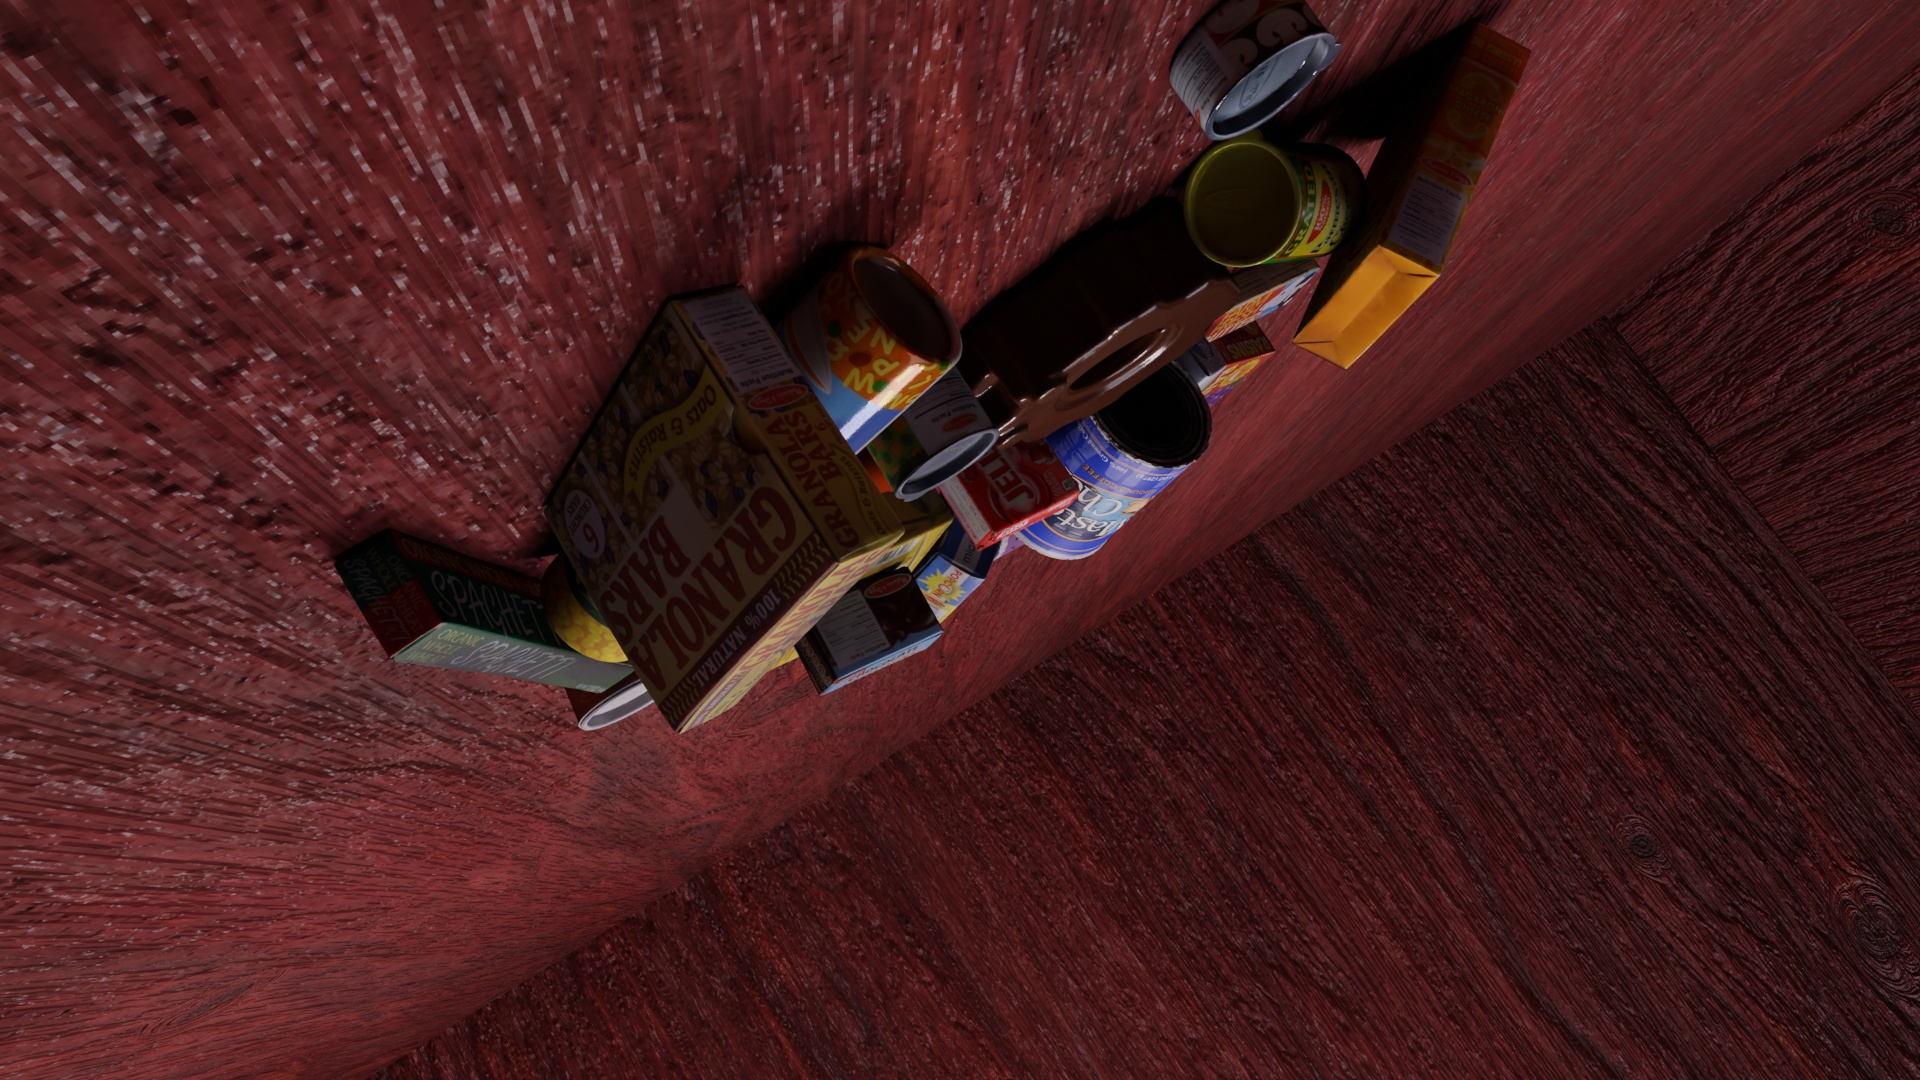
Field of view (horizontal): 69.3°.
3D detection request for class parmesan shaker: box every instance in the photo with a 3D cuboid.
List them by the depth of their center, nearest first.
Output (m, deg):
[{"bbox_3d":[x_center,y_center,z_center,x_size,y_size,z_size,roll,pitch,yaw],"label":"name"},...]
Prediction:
[{"bbox_3d":[0.174,-0.188,0.757,0.071,0.071,0.103,-41,167,36],"label":"parmesan shaker"}]

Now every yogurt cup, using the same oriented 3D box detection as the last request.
[{"bbox_3d":[-0.213,0.076,0.848,0.072,0.054,0.072,-31,169,-7],"label":"yogurt cup"}]

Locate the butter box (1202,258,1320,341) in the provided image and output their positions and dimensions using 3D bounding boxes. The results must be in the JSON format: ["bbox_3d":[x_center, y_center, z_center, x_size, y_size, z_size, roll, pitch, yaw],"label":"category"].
[{"bbox_3d":[0.208,-0.176,1.008,0.104,0.024,0.053,-27,167,-28],"label":"butter box"}]

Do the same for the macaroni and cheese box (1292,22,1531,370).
[{"bbox_3d":[0.260,-0.198,0.809,0.167,0.040,0.123,-63,180,-20],"label":"macaroni and cheese box"}]

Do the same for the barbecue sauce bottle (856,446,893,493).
[{"bbox_3d":[-0.091,-0.027,0.766,0.149,0.044,0.064,-24,166,-43],"label":"barbecue sauce bottle"}]

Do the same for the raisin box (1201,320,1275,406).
[{"bbox_3d":[0.181,-0.131,1.093,0.124,0.040,0.085,-19,162,-47],"label":"raisin box"}]

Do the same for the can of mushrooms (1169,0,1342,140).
[{"bbox_3d":[0.128,-0.210,0.606,0.071,0.033,0.071,-31,168,-7],"label":"can of mushrooms"}]

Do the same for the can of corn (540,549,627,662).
[{"bbox_3d":[-0.169,0.018,0.692,0.058,0.071,0.071,-40,167,34],"label":"can of corn"}]

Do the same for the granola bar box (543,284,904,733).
[{"bbox_3d":[-0.108,-0.008,0.587,0.039,0.124,0.164,-24,166,-43],"label":"granola bar box"}]

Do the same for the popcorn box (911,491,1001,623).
[{"bbox_3d":[0.003,-0.012,0.951,0.084,0.038,0.127,-49,-165,54],"label":"popcorn box"}]

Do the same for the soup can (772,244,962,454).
[{"bbox_3d":[-0.052,-0.077,0.599,0.083,0.071,0.071,-40,167,29],"label":"soup can"}]

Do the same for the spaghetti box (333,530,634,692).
[{"bbox_3d":[-0.221,0.042,0.683,0.029,0.050,0.249,-34,169,-1],"label":"spaghetti box"}]

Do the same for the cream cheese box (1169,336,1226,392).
[{"bbox_3d":[0.144,-0.117,1.013,0.024,0.053,0.103,-28,169,-36],"label":"cream cheese box"}]

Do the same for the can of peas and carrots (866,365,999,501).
[{"bbox_3d":[-0.023,-0.064,0.757,0.071,0.059,0.071,-31,169,-6],"label":"can of peas and carrots"}]

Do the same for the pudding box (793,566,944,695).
[{"bbox_3d":[-0.058,0.054,0.841,0.084,0.050,0.030,-23,167,-35],"label":"pudding box"}]

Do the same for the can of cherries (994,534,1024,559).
[{"bbox_3d":[0.027,-0.022,1.068,0.058,0.071,0.071,-26,167,-37],"label":"can of cherries"}]
